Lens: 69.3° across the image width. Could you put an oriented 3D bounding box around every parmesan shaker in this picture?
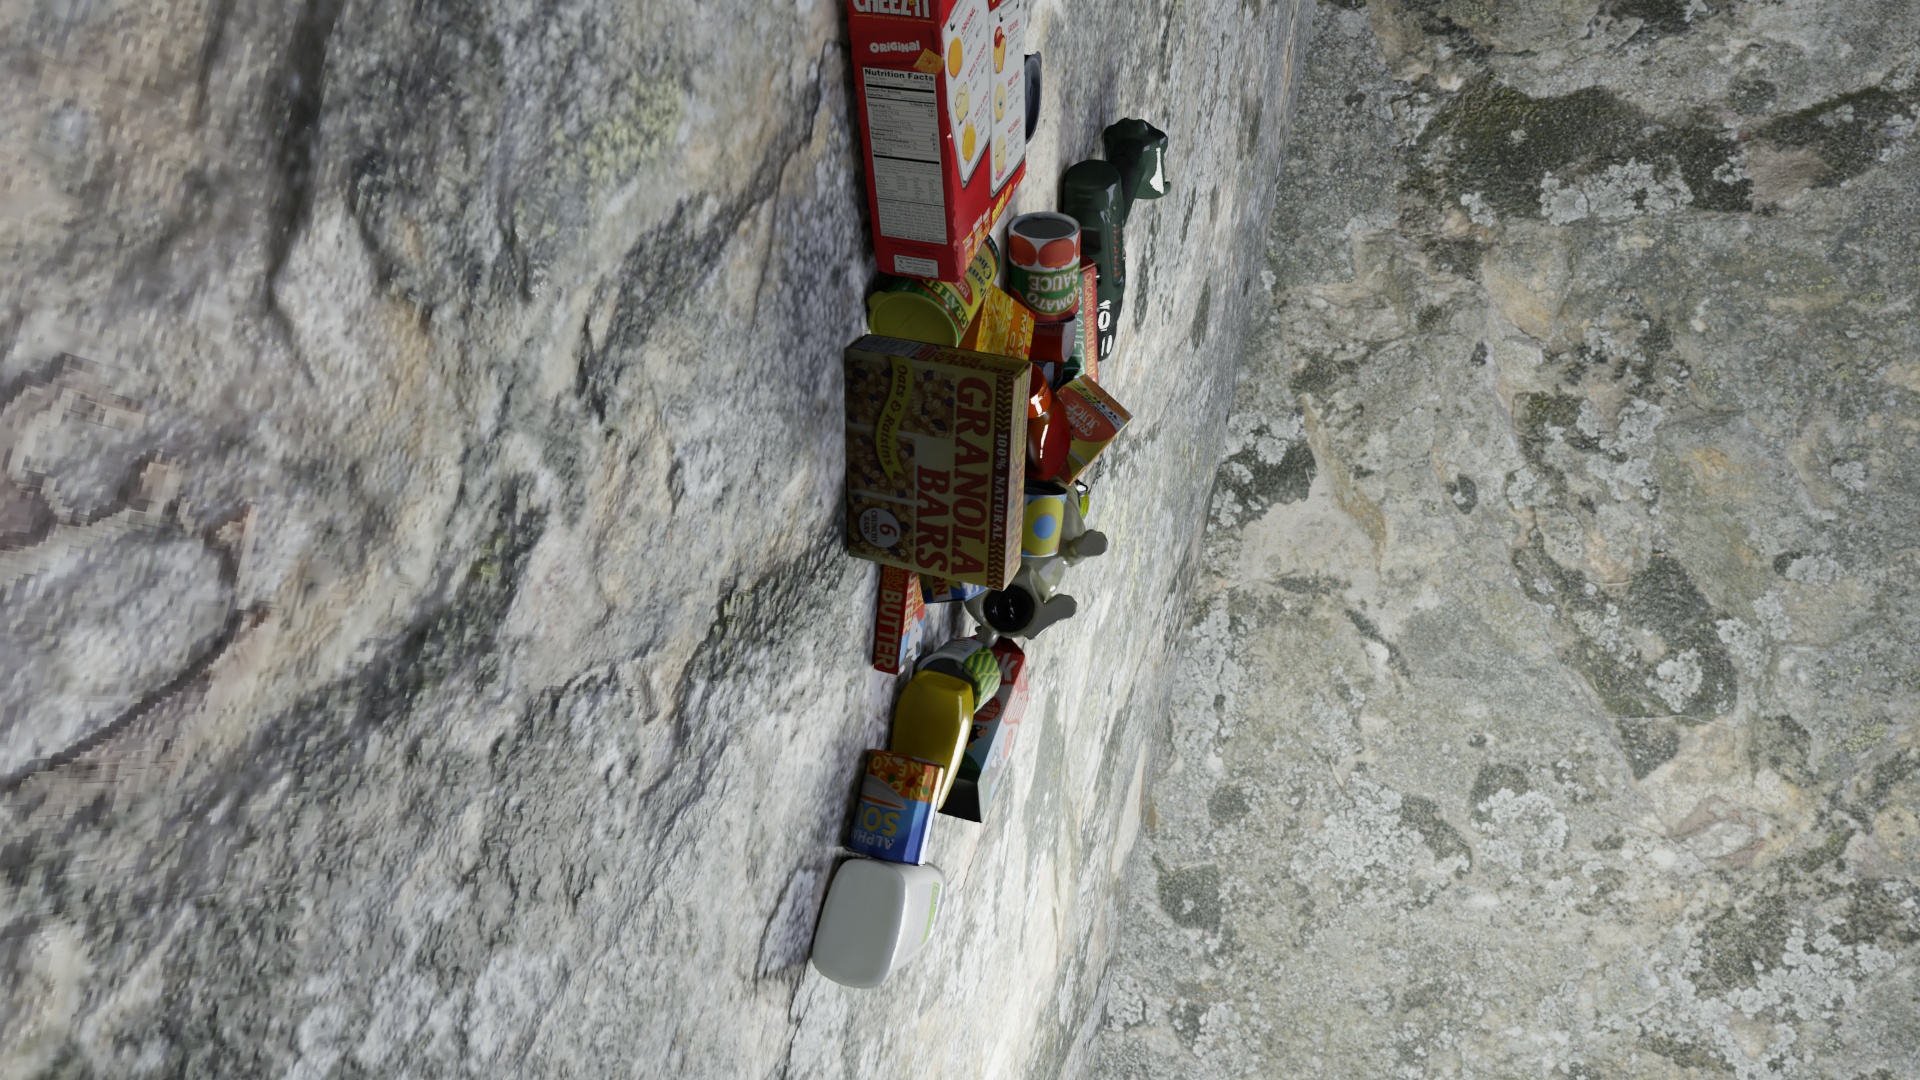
[{"bbox_3d":[-0.019,-0.182,1.001,0.071,0.071,0.103,85,23,-45],"label":"parmesan shaker"}]

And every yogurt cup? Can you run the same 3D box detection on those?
[{"bbox_3d":[0.079,-0.202,1.333,0.072,0.054,0.072,9,91,-74],"label":"yogurt cup"}]

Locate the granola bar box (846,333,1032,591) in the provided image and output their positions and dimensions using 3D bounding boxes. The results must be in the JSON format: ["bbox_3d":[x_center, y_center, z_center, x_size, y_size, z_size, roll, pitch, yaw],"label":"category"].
[{"bbox_3d":[-0.017,-0.056,0.981,0.039,0.124,0.164,-52,149,-55],"label":"granola bar box"}]

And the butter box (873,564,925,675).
[{"bbox_3d":[-0.047,0.052,1.130,0.053,0.024,0.103,-39,138,-66],"label":"butter box"}]

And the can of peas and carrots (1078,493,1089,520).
[{"bbox_3d":[0.103,-0.039,1.493,0.059,0.071,0.071,6,95,-74],"label":"can of peas and carrots"}]

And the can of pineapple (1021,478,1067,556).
[{"bbox_3d":[0.060,-0.021,1.241,0.071,0.071,0.057,-31,131,-69],"label":"can of pineapple"}]

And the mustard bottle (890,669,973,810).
[{"bbox_3d":[-0.032,0.195,1.213,0.049,0.065,0.159,-29,134,-68],"label":"mustard bottle"}]

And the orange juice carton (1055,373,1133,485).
[{"bbox_3d":[0.114,-0.111,1.394,0.073,0.072,0.193,-48,177,18],"label":"orange juice carton"}]

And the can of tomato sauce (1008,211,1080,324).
[{"bbox_3d":[0.077,-0.248,1.267,0.071,0.071,0.082,-59,154,-49],"label":"can of tomato sauce"}]

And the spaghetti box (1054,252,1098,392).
[{"bbox_3d":[0.120,-0.194,1.477,0.050,0.029,0.248,-26,140,-16],"label":"spaghetti box"}]

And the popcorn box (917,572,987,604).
[{"bbox_3d":[-0.010,-0.018,1.118,0.085,0.038,0.126,-21,102,-72],"label":"popcorn box"}]

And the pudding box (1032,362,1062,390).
[{"bbox_3d":[0.079,-0.169,1.396,0.084,0.030,0.049,-55,151,-54],"label":"pudding box"}]

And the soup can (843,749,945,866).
[{"bbox_3d":[-0.055,0.220,1.147,0.071,0.071,0.084,35,67,-72],"label":"soup can"}]

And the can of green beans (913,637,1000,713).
[{"bbox_3d":[-0.003,0.126,1.250,0.058,0.071,0.071,-28,128,-69],"label":"can of green beans"}]

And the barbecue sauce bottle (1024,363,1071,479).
[{"bbox_3d":[0.066,-0.108,1.224,0.148,0.044,0.065,62,50,-67],"label":"barbecue sauce bottle"}]

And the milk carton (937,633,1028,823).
[{"bbox_3d":[0.015,0.165,1.326,0.072,0.073,0.191,84,23,-46],"label":"milk carton"}]

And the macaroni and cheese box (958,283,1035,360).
[{"bbox_3d":[0.018,-0.149,1.185,0.166,0.040,0.123,2,99,-74],"label":"macaroni and cheese box"}]

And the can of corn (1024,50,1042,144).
[{"bbox_3d":[0.026,-0.339,1.053,0.071,0.058,0.071,10,91,-74],"label":"can of corn"}]
